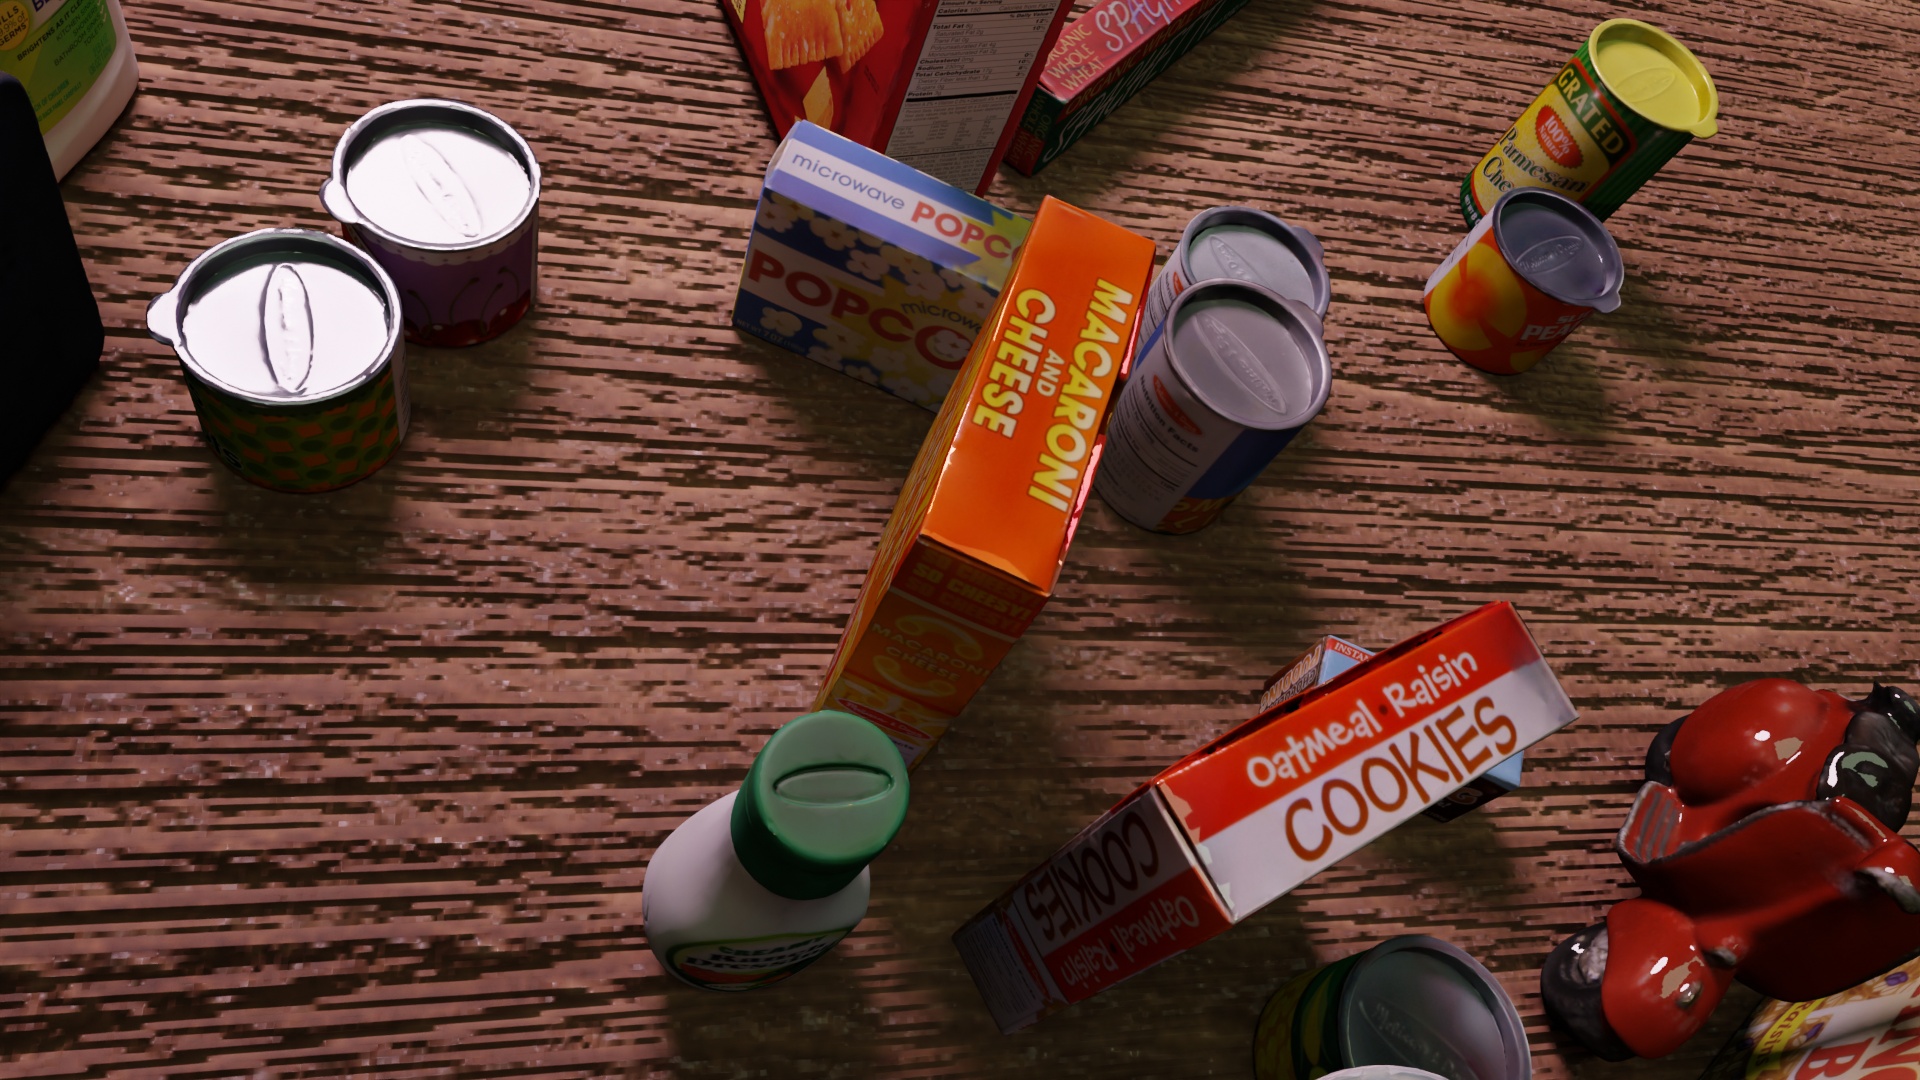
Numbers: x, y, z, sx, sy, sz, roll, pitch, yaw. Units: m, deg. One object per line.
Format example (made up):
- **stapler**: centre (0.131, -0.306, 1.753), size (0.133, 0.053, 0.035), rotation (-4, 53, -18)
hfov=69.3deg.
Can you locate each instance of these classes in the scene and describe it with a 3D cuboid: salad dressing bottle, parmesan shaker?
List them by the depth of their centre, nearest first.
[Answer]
- **salad dressing bottle**: centre (-0.050, 0.087, 0.374), size (0.064, 0.147, 0.044), rotation (0, 63, -18)
- **parmesan shaker**: centre (0.296, -0.183, 0.661), size (0.071, 0.102, 0.071), rotation (8, 61, -14)

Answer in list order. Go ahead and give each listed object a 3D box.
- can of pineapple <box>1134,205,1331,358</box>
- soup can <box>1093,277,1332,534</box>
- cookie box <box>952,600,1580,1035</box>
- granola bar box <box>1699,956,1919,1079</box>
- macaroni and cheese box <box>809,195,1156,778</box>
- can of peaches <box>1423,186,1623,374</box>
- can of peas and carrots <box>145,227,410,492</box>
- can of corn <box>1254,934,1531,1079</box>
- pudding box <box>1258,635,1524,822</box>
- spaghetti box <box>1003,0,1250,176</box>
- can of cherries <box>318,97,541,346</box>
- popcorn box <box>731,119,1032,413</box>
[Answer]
- **can of pineapple**: centre (0.112, -0.096, 0.579), size (0.071, 0.057, 0.071), rotation (8, 61, -14)
- **soup can**: centre (0.094, -0.050, 0.533), size (0.071, 0.083, 0.071), rotation (8, 61, -14)
- **cookie box**: centre (0.079, 0.085, 0.406), size (0.123, 0.166, 0.040), rotation (-22, 72, -27)
- **granola bar box**: centre (0.297, 0.182, 0.452), size (0.166, 0.123, 0.039), rotation (-30, 76, -29)
- **macaroni and cheese box**: centre (0.002, -0.005, 0.430), size (0.040, 0.165, 0.124), rotation (23, 58, -6)
- **can of peaches**: centre (0.259, -0.116, 0.639), size (0.071, 0.057, 0.071), rotation (8, 61, -14)
- **can of peas and carrots**: centre (-0.216, -0.056, 0.448), size (0.071, 0.058, 0.071), rotation (8, 61, -14)
- **can of corn**: centre (0.135, 0.168, 0.444), size (0.071, 0.058, 0.071), rotation (8, 61, -14)
- **pudding box**: centre (0.157, 0.070, 0.510), size (0.084, 0.049, 0.030), rotation (23, 58, -5)
- **spaghetti box**: centre (0.101, -0.254, 0.665), size (0.029, 0.050, 0.251), rotation (42, 58, 6)
- **can of cherries**: centre (-0.185, -0.110, 0.487), size (0.071, 0.058, 0.072), rotation (8, 61, -14)
- **popcorn box**: centre (-0.017, -0.093, 0.518), size (0.127, 0.084, 0.038), rotation (23, 58, -6)
